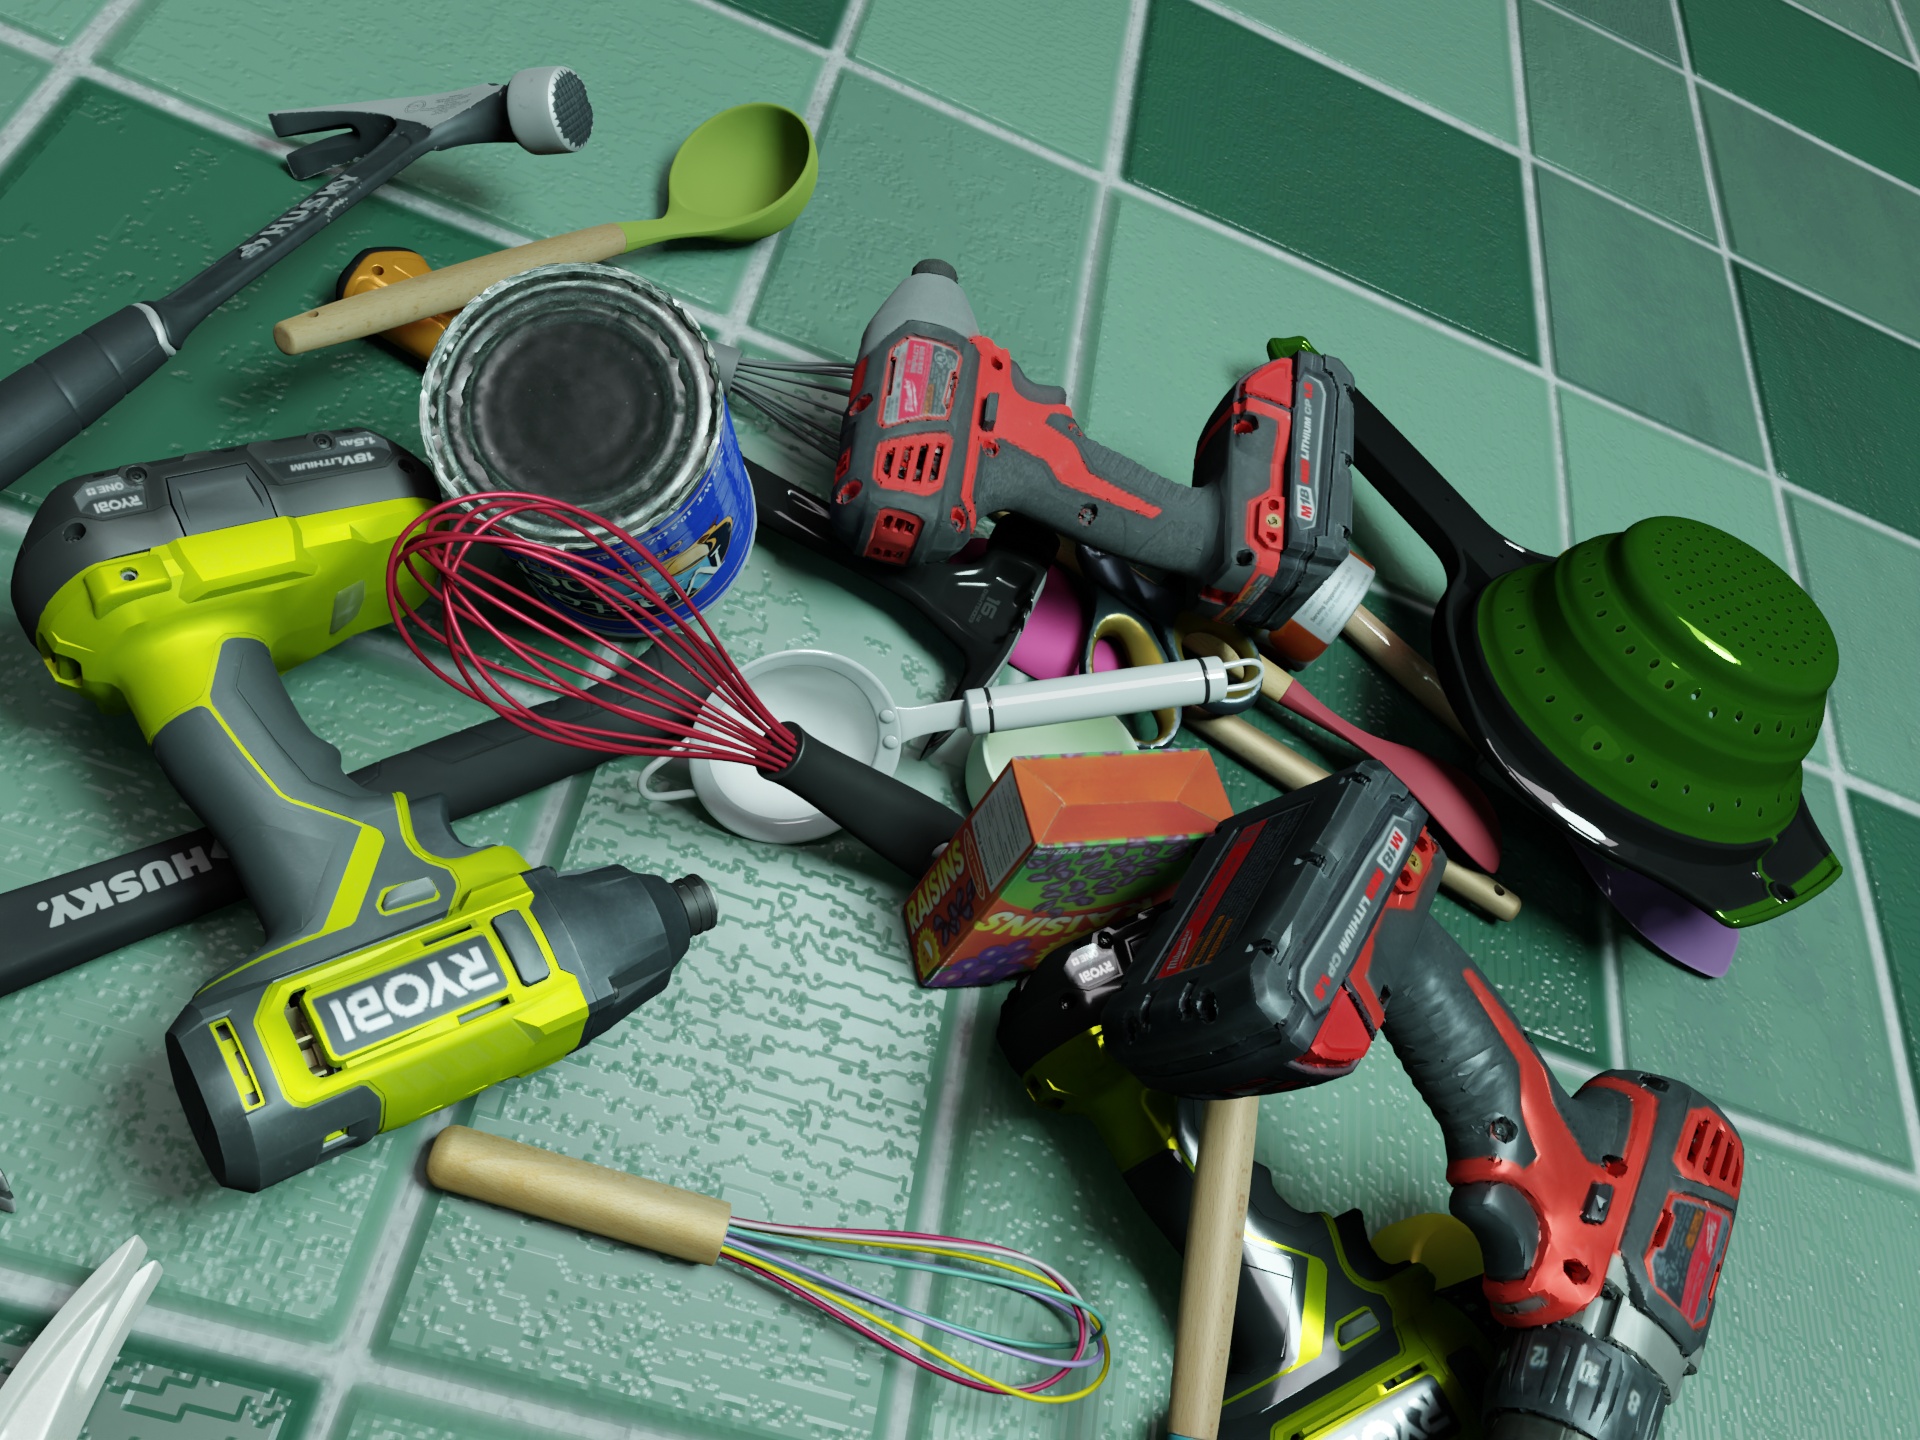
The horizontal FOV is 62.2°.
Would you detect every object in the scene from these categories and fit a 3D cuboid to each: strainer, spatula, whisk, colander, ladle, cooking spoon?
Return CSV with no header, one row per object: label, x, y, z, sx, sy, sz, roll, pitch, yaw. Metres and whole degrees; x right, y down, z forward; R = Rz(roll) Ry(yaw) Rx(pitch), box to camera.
strainer,-0.001,-0.002,0.646,0.258,0.086,0.050,-8,29,-7
spatula,0.276,0.015,0.821,0.316,0.018,0.060,44,49,6
whisk,-0.061,0.183,0.541,0.245,0.051,0.047,19,58,-8
colander,0.292,-0.088,0.780,0.204,0.094,0.397,-14,57,-35
ladle,0.136,-0.028,0.776,0.315,0.031,0.069,34,16,5
cooking spoon,0.131,0.006,0.760,0.319,0.017,0.069,33,51,-1
whisk,-0.077,0.003,0.563,0.295,0.073,0.073,35,40,-46
ladle,-0.174,-0.224,0.717,0.078,0.062,0.320,22,36,23
spatula,0.081,0.203,0.509,0.082,0.044,0.318,10,69,1
whisk,-0.108,-0.164,0.746,0.239,0.055,0.055,18,53,-7

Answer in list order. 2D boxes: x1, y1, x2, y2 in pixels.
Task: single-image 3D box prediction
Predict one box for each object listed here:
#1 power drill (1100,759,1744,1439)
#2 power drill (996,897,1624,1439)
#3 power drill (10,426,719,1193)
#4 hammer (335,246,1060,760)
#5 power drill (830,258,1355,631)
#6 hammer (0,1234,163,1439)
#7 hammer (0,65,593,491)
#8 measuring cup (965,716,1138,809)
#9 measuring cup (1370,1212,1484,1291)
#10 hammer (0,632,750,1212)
power drill,0.153,0.146,0.512,0.226,0.080,0.188,45,54,-9
power drill,0.132,0.175,0.595,0.190,0.080,0.229,-20,69,-19
power drill,-0.195,0.018,0.524,0.171,0.080,0.223,-20,71,-35
hammer,-0.124,-0.110,0.706,0.337,0.034,0.127,28,59,-3
power drill,0.058,-0.125,0.708,0.219,0.078,0.143,11,67,-9
hammer,-0.073,0.261,0.433,0.410,0.038,0.146,14,52,-1
hammer,-0.290,-0.153,0.584,0.149,0.036,0.409,3,40,19
measuring cup,0.078,0.046,0.699,0.167,0.038,0.083,27,51,-9
measuring cup,0.192,0.266,0.607,0.062,0.029,0.157,13,52,-17
hammer,-0.220,0.040,0.567,0.335,0.035,0.146,-23,70,-35
